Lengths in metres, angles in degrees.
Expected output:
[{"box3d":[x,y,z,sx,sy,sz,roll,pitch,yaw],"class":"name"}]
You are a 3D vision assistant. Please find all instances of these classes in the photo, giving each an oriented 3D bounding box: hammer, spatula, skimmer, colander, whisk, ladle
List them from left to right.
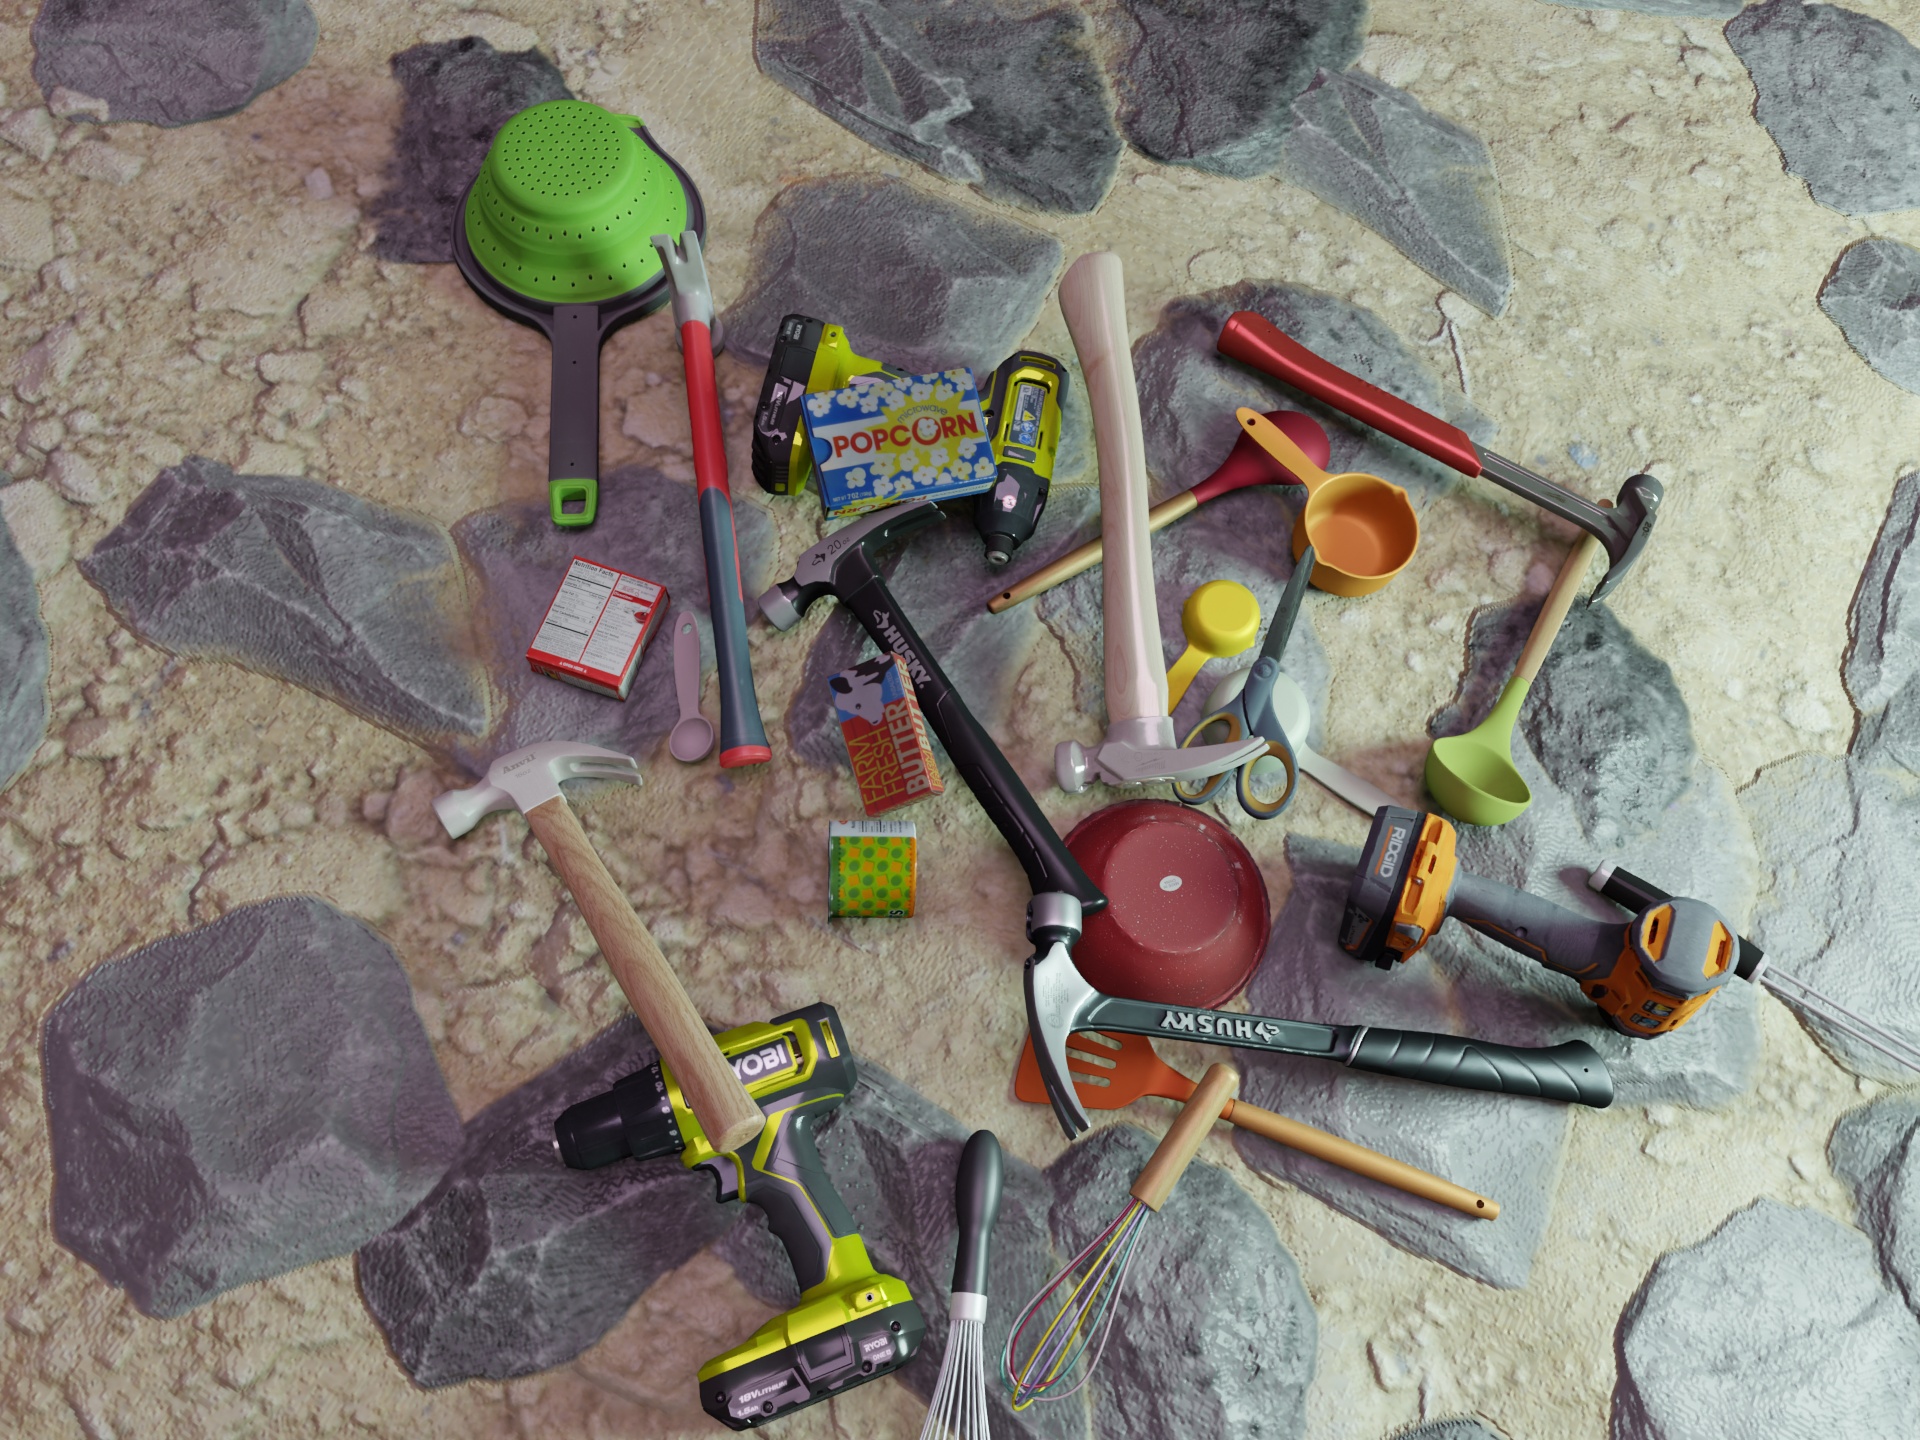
[{"box3d":[-0.300,-0.341,1.221,0.204,0.094,0.397,-3,67,-5],"class":"colander"},{"box3d":[-0.217,0.135,1.022,0.130,0.031,0.332,-30,58,-16],"class":"hammer"},{"box3d":[-0.177,-0.156,1.140,0.038,0.143,0.387,-8,72,-3],"class":"hammer"},{"box3d":[-0.002,-0.003,1.095,0.146,0.035,0.335,-37,69,7],"class":"hammer"},{"box3d":[0.002,0.389,0.960,0.070,0.070,0.285,7,62,-1],"class":"whisk"},{"box3d":[0.101,0.319,0.990,0.047,0.051,0.245,44,73,-28],"class":"whisk"},{"box3d":[0.127,-0.155,1.151,0.146,0.038,0.411,-9,73,17],"class":"hammer"},{"box3d":[0.155,-0.159,1.215,0.315,0.031,0.069,-30,72,-13],"class":"ladle"},{"box3d":[0.197,0.265,1.044,0.322,0.041,0.081,21,68,1],"class":"spatula"},{"box3d":[0.235,0.210,1.015,0.408,0.036,0.149,10,58,-13],"class":"hammer"},{"box3d":[0.356,-0.216,1.225,0.359,0.036,0.149,31,51,14],"class":"hammer"},{"box3d":[0.428,-0.053,1.174,0.078,0.062,0.320,30,66,8],"class":"ladle"},{"box3d":[0.594,0.214,1.089,0.363,0.090,0.127,33,71,20],"class":"skimmer"}]

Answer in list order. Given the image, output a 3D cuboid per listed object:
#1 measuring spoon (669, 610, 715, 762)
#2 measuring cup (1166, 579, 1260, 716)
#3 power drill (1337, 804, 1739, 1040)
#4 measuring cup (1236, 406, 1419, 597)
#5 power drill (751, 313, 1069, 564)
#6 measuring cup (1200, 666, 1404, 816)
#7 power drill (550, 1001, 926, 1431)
[{"box3d":[-0.192,-0.024,1.142,0.034,0.018,0.124,-16,61,14],"class":"measuring spoon"},{"box3d":[0.166,-0.042,1.163,0.062,0.029,0.156,34,68,10],"class":"measuring cup"},{"box3d":[0.371,0.144,1.047,0.226,0.164,0.084,18,67,17],"class":"power drill"},{"box3d":[0.267,-0.167,1.208,0.095,0.052,0.174,-39,77,-17],"class":"measuring cup"},{"box3d":[-0.038,-0.213,1.198,0.223,0.080,0.171,12,67,-2],"class":"power drill"},{"box3d":[0.251,0.021,1.138,0.168,0.038,0.083,33,69,12],"class":"measuring cup"},{"box3d":[-0.134,0.305,0.975,0.190,0.080,0.229,-18,67,-11],"class":"power drill"}]
